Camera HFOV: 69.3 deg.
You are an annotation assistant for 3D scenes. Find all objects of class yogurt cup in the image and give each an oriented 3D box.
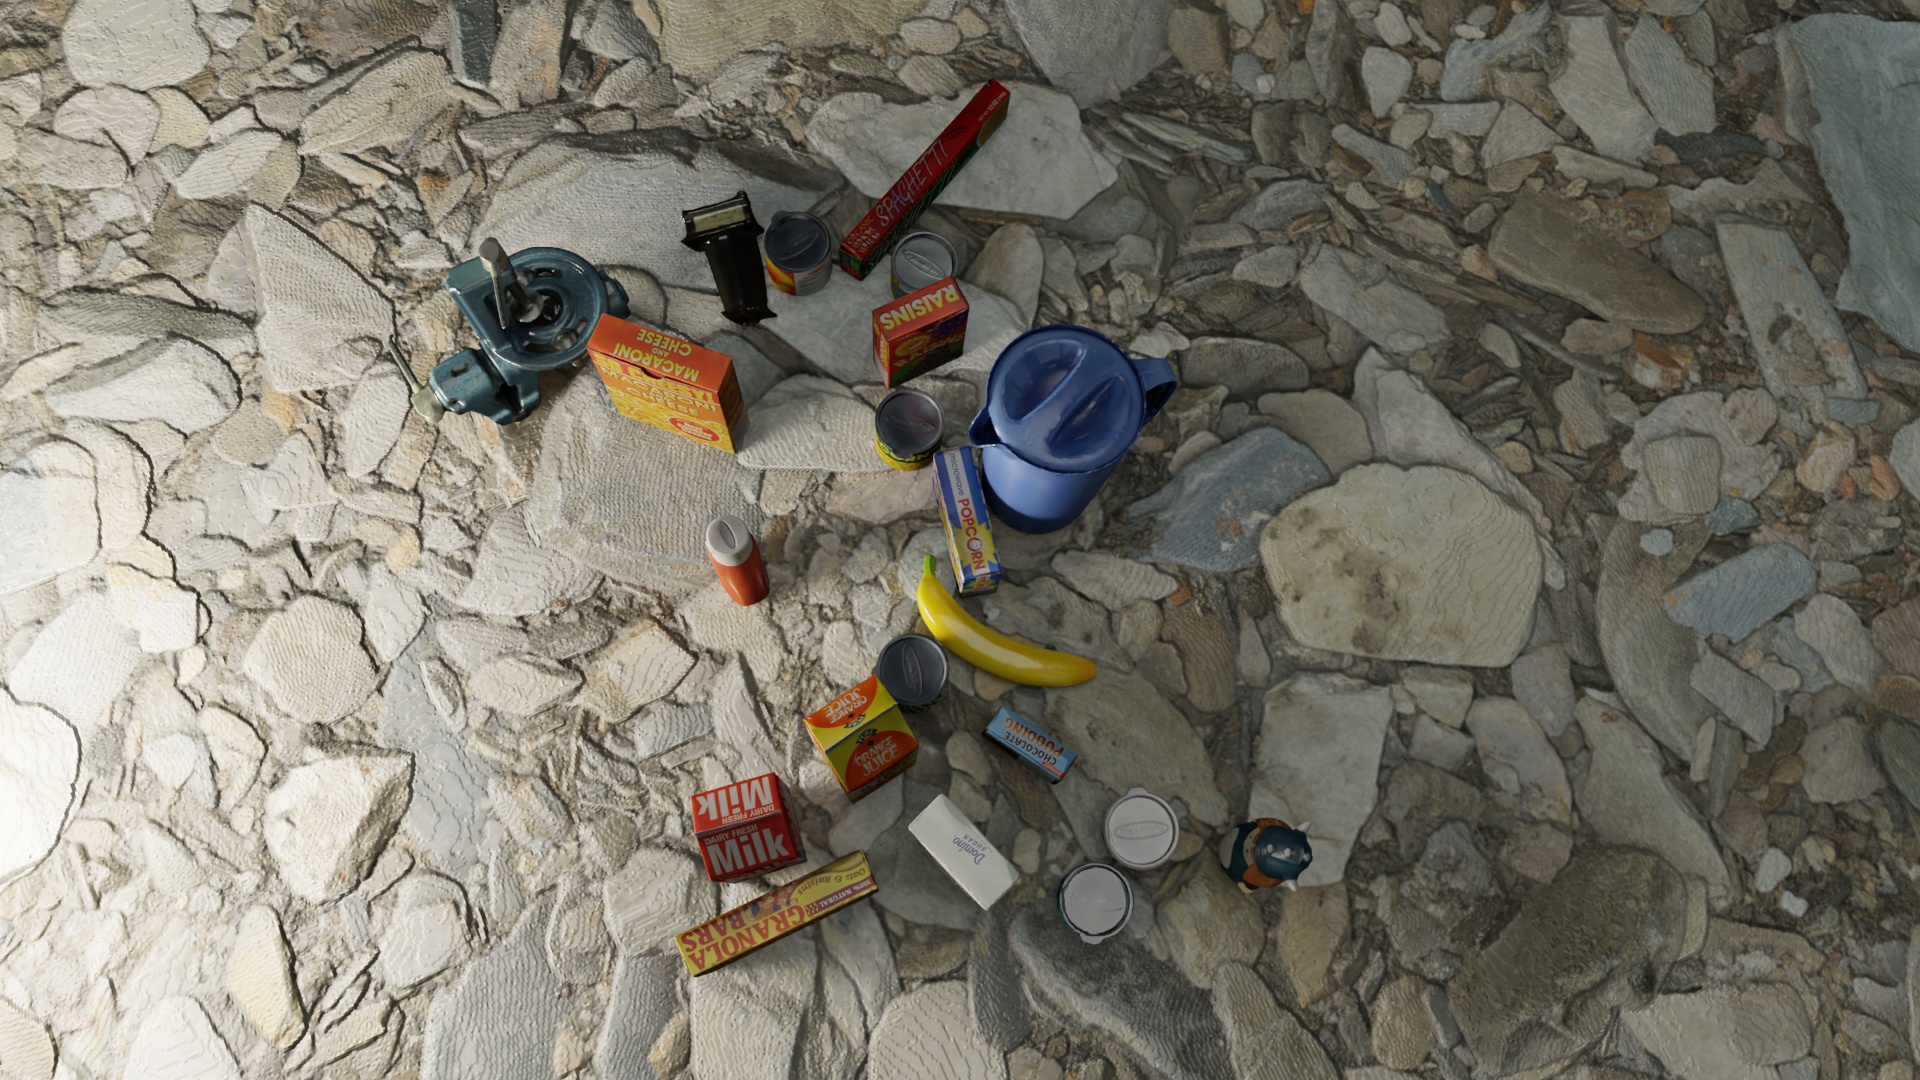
[{"bbox_3d":[0.159,0.262,1.250,0.072,0.053,0.072,1,75,-3],"label":"yogurt cup"}]

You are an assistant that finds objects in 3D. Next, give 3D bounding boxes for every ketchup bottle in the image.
[{"bbox_3d":[-0.202,0.015,1.249,0.043,0.148,0.065,-26,78,-9],"label":"ketchup bottle"}]

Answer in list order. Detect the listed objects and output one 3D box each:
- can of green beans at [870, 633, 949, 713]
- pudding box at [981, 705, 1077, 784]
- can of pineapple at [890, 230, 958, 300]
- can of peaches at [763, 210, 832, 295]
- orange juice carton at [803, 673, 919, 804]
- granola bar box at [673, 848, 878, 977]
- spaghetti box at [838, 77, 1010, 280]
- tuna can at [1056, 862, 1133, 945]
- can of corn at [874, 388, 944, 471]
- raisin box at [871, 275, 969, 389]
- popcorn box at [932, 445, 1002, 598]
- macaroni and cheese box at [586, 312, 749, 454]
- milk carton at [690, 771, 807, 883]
[{"bbox_3d":[-0.044,0.123,1.275,0.071,0.057,0.071,1,75,-3],"label":"can of green beans"},{"bbox_3d":[0.062,0.187,1.268,0.084,0.049,0.030,33,76,6],"label":"pudding box"},{"bbox_3d":[-0.038,-0.265,1.382,0.071,0.057,0.071,1,75,-3],"label":"can of pineapple"},{"bbox_3d":[-0.162,-0.286,1.381,0.071,0.058,0.071,1,75,-3],"label":"can of peaches"},{"bbox_3d":[-0.084,0.171,1.190,0.072,0.192,0.073,-32,79,-11],"label":"orange juice carton"},{"bbox_3d":[-0.151,0.317,1.181,0.166,0.124,0.039,-24,78,-9],"label":"granola bar box"},{"bbox_3d":[-0.036,-0.368,1.415,0.029,0.050,0.251,37,76,7],"label":"spaghetti box"},{"bbox_3d":[0.119,0.325,1.242,0.071,0.032,0.071,1,75,-3],"label":"tuna can"},{"bbox_3d":[-0.050,-0.103,1.337,0.071,0.058,0.071,1,75,-3],"label":"can of corn"},{"bbox_3d":[-0.040,-0.197,1.330,0.086,0.123,0.040,-25,78,-9],"label":"raisin box"},{"bbox_3d":[0.005,-0.016,1.302,0.038,0.085,0.127,-12,76,-6],"label":"popcorn box"},{"bbox_3d":[-0.265,-0.140,1.279,0.124,0.166,0.040,19,75,2],"label":"macaroni and cheese box"},{"bbox_3d":[-0.177,0.242,1.166,0.072,0.190,0.073,-15,77,-7],"label":"milk carton"}]
